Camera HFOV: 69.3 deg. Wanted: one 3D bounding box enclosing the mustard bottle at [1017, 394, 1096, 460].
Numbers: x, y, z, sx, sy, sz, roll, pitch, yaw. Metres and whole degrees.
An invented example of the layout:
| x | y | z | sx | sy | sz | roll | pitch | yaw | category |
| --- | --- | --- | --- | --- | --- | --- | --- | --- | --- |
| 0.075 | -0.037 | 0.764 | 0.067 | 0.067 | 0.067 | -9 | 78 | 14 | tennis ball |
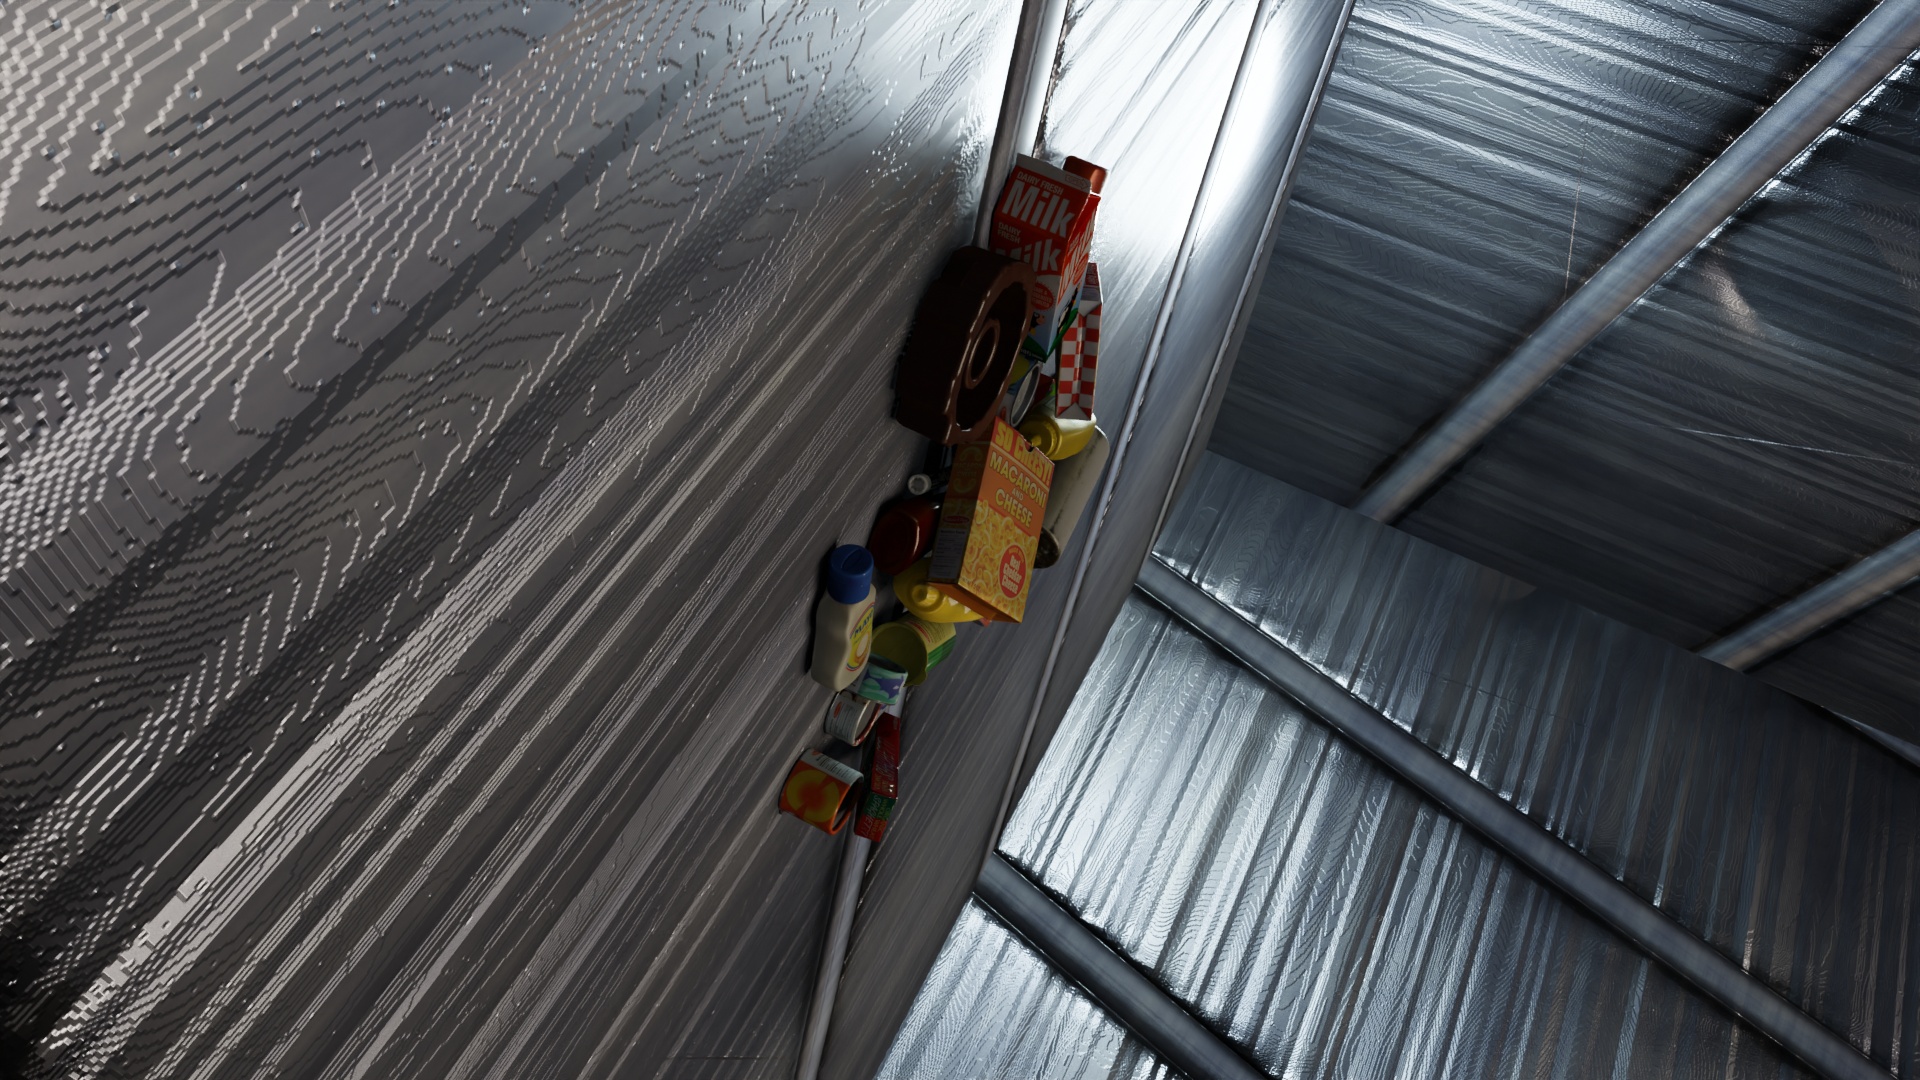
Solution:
| x | y | z | sx | sy | sz | roll | pitch | yaw | category |
| --- | --- | --- | --- | --- | --- | --- | --- | --- | --- |
| 0.093 | -0.112 | 1.432 | 0.048 | 0.065 | 0.161 | -63 | 169 | 23 | mustard bottle |

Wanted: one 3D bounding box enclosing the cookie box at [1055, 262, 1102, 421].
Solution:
| x | y | z | sx | sy | sz | roll | pitch | yaw | category |
| --- | --- | --- | --- | --- | --- | --- | --- | --- | --- |
| 0.119 | -0.208 | 1.427 | 0.168 | 0.040 | 0.122 | -82 | 175 | -66 | cookie box |

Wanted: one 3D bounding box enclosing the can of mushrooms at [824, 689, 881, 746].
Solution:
| x | y | z | sx | sy | sz | roll | pitch | yaw | category |
| --- | --- | --- | --- | --- | --- | --- | --- | --- | --- |
| -0.104 | 0.168 | 1.382 | 0.071 | 0.033 | 0.070 | -60 | 166 | -26 | can of mushrooms |

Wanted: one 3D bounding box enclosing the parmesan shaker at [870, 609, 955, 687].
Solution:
| x | y | z | sx | sy | sz | roll | pitch | yaw | category |
| --- | --- | --- | --- | --- | --- | --- | --- | --- | --- |
| -0.048 | 0.108 | 1.416 | 0.071 | 0.071 | 0.103 | -69 | 168 | 13 | parmesan shaker |

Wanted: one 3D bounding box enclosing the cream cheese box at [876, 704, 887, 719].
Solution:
| x | y | z | sx | sy | sz | roll | pitch | yaw | category |
| --- | --- | --- | --- | --- | --- | --- | --- | --- | --- |
| -0.081 | 0.151 | 1.471 | 0.104 | 0.024 | 0.053 | -47 | 159 | -56 | cream cheese box |

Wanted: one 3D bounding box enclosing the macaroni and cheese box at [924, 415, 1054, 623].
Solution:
| x | y | z | sx | sy | sz | roll | pitch | yaw | category |
| --- | --- | --- | --- | --- | --- | --- | --- | --- | --- |
| 0.032 | -0.019 | 1.311 | 0.123 | 0.040 | 0.167 | 34 | 64 | -53 | macaroni and cheese box |

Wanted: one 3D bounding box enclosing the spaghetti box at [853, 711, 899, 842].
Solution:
| x | y | z | sx | sy | sz | roll | pitch | yaw | category |
| --- | --- | --- | --- | --- | --- | --- | --- | --- | --- |
| -0.085 | 0.238 | 1.432 | 0.250 | 0.029 | 0.050 | -101 | -148 | -79 | spaghetti box |

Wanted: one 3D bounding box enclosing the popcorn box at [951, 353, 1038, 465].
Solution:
| x | y | z | sx | sy | sz | roll | pitch | yaw | category |
| --- | --- | --- | --- | --- | --- | --- | --- | --- | --- |
| 0.035 | -0.125 | 1.399 | 0.127 | 0.038 | 0.085 | -60 | 168 | -25 | popcorn box |

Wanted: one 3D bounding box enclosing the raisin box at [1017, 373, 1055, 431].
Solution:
| x | y | z | sx | sy | sz | roll | pitch | yaw | category |
| --- | --- | --- | --- | --- | --- | --- | --- | --- | --- |
| 0.079 | -0.137 | 1.561 | 0.086 | 0.040 | 0.123 | -66 | 168 | -2 | raisin box |

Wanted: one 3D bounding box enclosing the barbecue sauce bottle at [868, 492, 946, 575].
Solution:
| x | y | z | sx | sy | sz | roll | pitch | yaw | category |
| --- | --- | --- | --- | --- | --- | --- | --- | --- | --- |
| -0.037 | -0.014 | 1.297 | 0.064 | 0.044 | 0.149 | -67 | 169 | 19 | barbecue sauce bottle |

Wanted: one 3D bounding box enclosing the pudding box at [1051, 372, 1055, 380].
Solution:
| x | y | z | sx | sy | sz | roll | pitch | yaw | category |
| --- | --- | --- | --- | --- | --- | --- | --- | --- | --- |
| 0.112 | -0.157 | 1.682 | 0.050 | 0.030 | 0.083 | -54 | 164 | -46 | pudding box |

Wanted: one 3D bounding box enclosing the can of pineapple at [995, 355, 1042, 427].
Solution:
| x | y | z | sx | sy | sz | roll | pitch | yaw | category |
| --- | --- | --- | --- | --- | --- | --- | --- | --- | --- |
| 0.037 | -0.149 | 1.319 | 0.071 | 0.058 | 0.070 | -60 | 167 | -24 | can of pineapple |

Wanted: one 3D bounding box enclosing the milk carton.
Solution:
| x | y | z | sx | sy | sz | roll | pitch | yaw | category |
| --- | --- | --- | --- | --- | --- | --- | --- | --- | --- |
| 0.071 | -0.255 | 1.226 | 0.074 | 0.072 | 0.189 | -57 | 165 | -33 | milk carton |

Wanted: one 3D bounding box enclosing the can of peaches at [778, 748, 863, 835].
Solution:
| x | y | z | sx | sy | sz | roll | pitch | yaw | category |
| --- | --- | --- | --- | --- | --- | --- | --- | --- | --- |
| -0.135 | 0.245 | 1.341 | 0.071 | 0.058 | 0.071 | -61 | 167 | -25 | can of peaches |

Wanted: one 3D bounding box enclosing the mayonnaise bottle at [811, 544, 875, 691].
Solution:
| x | y | z | sx | sy | sz | roll | pitch | yaw | category |
| --- | --- | --- | --- | --- | --- | --- | --- | --- | --- |
| -0.098 | 0.064 | 1.191 | 0.065 | 0.041 | 0.147 | -53 | 163 | -39 | mayonnaise bottle |

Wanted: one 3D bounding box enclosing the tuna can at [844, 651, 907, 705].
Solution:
| x | y | z | sx | sy | sz | roll | pitch | yaw | category |
| --- | --- | --- | --- | --- | --- | --- | --- | --- | --- |
| -0.083 | 0.128 | 1.310 | 0.033 | 0.071 | 0.071 | -67 | 168 | 4 | tuna can |

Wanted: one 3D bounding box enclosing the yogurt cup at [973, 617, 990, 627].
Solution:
| x | y | z | sx | sy | sz | roll | pitch | yaw | category |
| --- | --- | --- | --- | --- | --- | --- | --- | --- | --- |
| 0.023 | 0.067 | 1.655 | 0.054 | 0.072 | 0.072 | -55 | 166 | -10 | yogurt cup |

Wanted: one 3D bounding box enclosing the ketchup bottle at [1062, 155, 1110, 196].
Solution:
| x | y | z | sx | sy | sz | roll | pitch | yaw | category |
| --- | --- | --- | --- | --- | --- | --- | --- | --- | --- |
| 0.097 | -0.292 | 1.335 | 0.148 | 0.043 | 0.065 | -69 | 169 | 17 | ketchup bottle |

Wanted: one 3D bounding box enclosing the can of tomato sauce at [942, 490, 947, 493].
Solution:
| x | y | z | sx | sy | sz | roll | pitch | yaw | category |
| --- | --- | --- | --- | --- | --- | --- | --- | --- | --- |
| 0.005 | -0.018 | 1.411 | 0.071 | 0.071 | 0.083 | -66 | 171 | 1 | can of tomato sauce |
